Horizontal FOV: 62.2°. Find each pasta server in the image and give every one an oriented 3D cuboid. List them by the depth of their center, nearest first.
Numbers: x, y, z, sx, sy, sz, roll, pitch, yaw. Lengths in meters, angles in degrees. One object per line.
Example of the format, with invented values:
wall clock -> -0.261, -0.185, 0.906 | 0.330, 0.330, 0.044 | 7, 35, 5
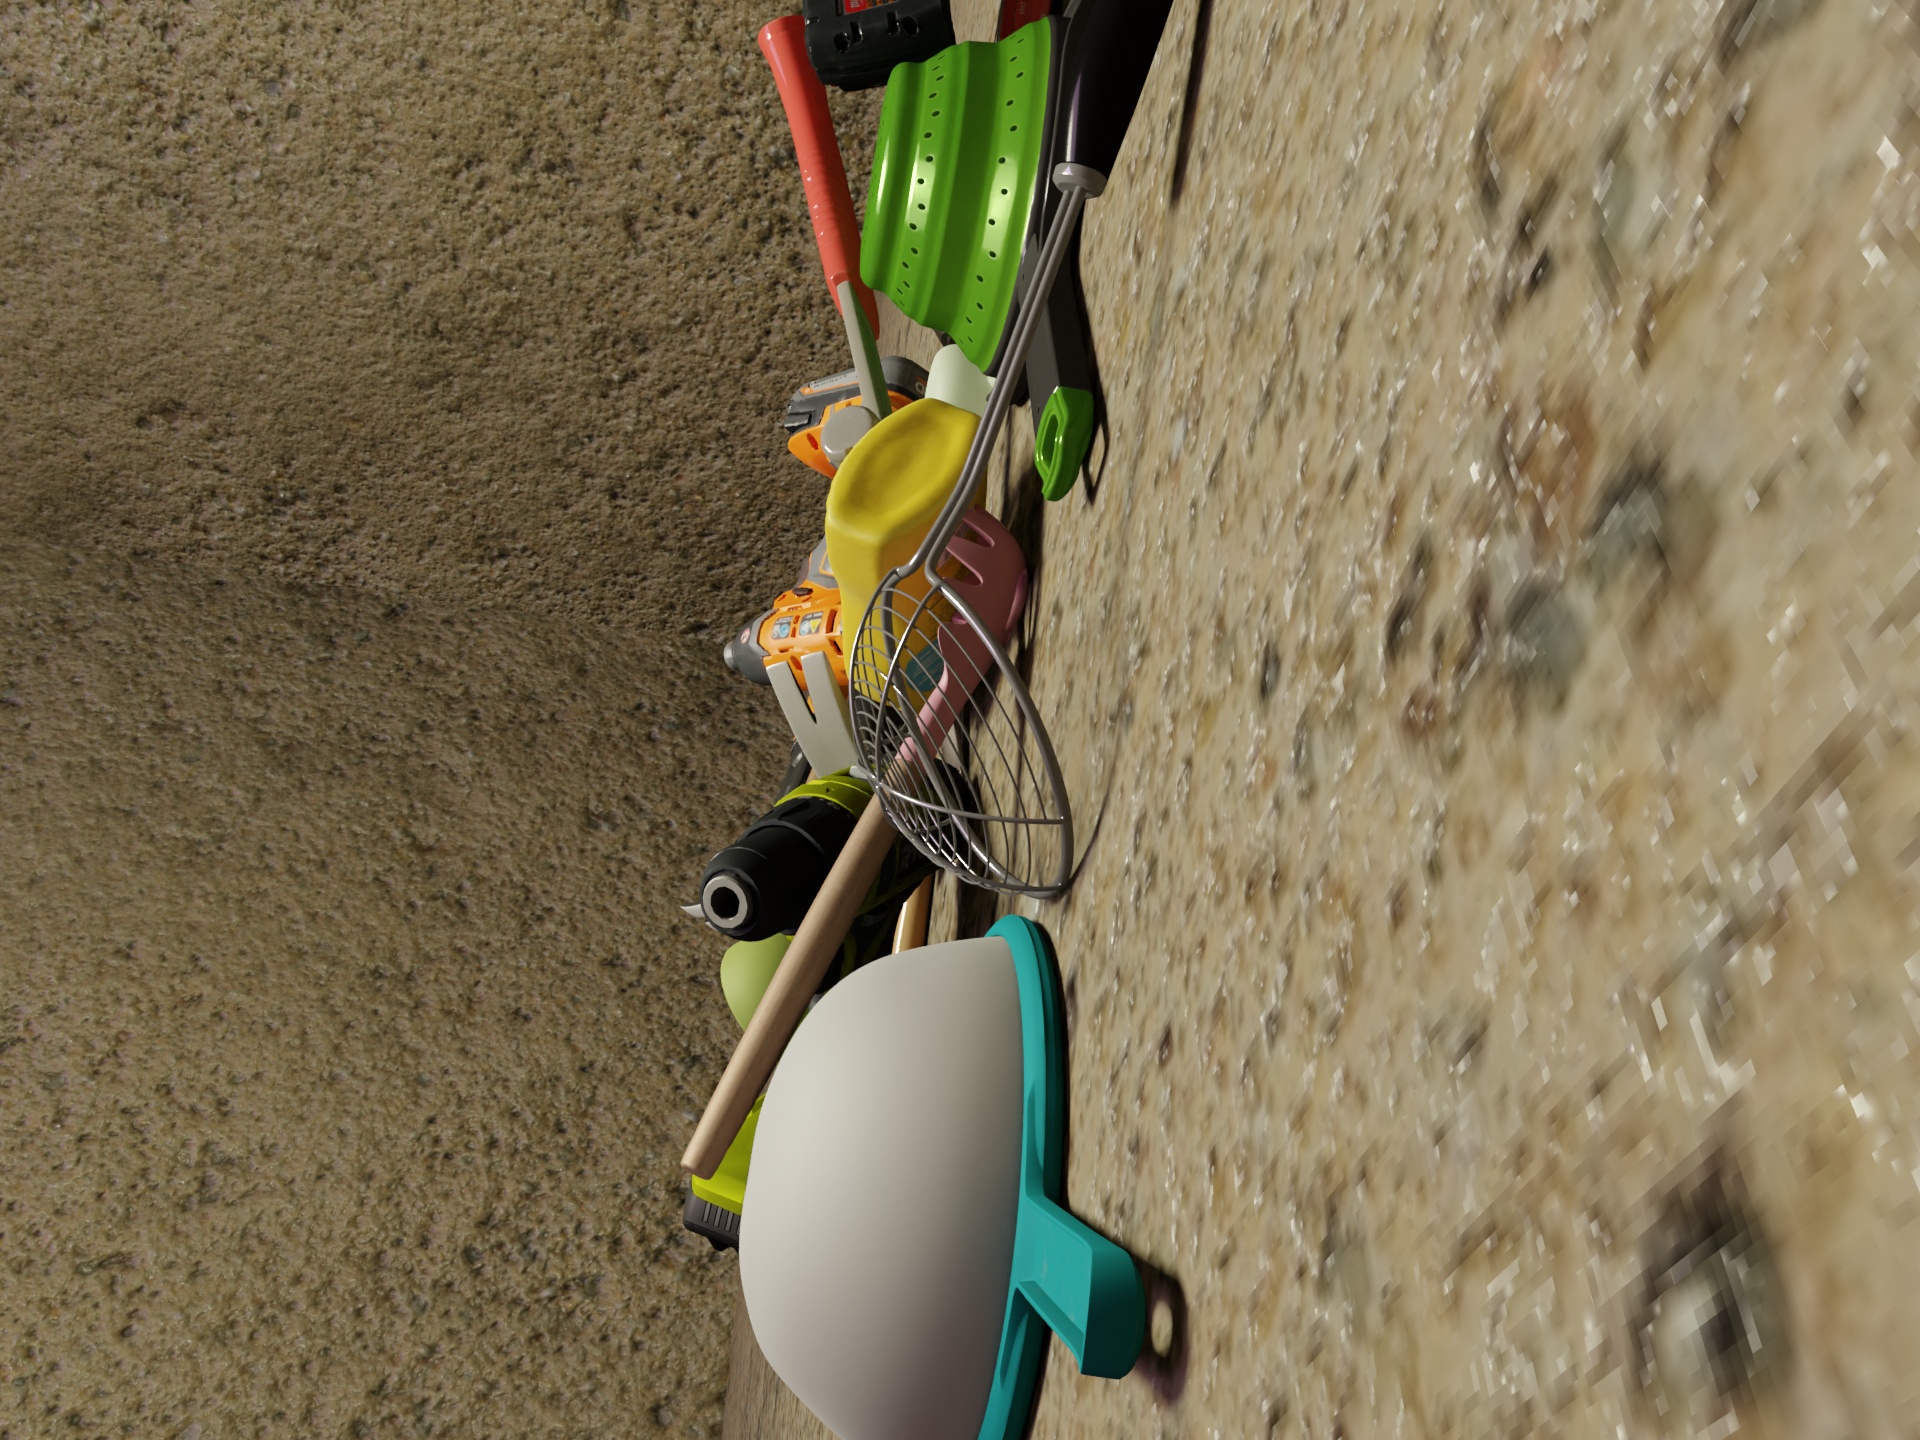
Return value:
pasta server -> -0.040, 0.040, 0.661 | 0.060, 0.040, 0.316 | 83, -150, -60

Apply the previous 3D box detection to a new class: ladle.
ladle -> -0.092, 0.267, 0.908 | 0.078, 0.062, 0.320 | -69, -21, -68

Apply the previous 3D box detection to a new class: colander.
colander -> 0.002, -0.220, 0.747 | 0.398, 0.094, 0.204 | -91, 12, -52

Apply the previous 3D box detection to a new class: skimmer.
skimmer -> 0.044, -0.118, 0.557 | 0.127, 0.090, 0.363 | 26, 97, 62

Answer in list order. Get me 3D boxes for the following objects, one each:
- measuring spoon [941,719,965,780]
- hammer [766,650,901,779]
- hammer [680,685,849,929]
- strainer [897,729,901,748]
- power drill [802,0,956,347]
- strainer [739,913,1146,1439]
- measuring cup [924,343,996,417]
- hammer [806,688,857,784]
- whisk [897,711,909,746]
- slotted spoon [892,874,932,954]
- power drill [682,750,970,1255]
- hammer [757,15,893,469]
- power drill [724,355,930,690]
measuring spoon -> -0.001, -0.003, 0.870 | 0.124, 0.018, 0.034 | -98, 25, -42
hammer -> -0.037, -0.079, 0.946 | 0.146, 0.035, 0.335 | 56, -151, -38
hammer -> -0.102, -0.002, 1.140 | 0.127, 0.034, 0.337 | -35, 27, 44
strainer -> -0.086, 0.100, 1.058 | 0.258, 0.050, 0.087 | -56, 7, 22
power drill -> -0.023, -0.349, 0.949 | 0.226, 0.080, 0.188 | 59, -156, -65
strainer -> -0.022, 0.161, 0.520 | 0.340, 0.095, 0.211 | 127, 150, -78
measuring cup -> -0.008, -0.151, 0.961 | 0.083, 0.038, 0.168 | 118, 161, -69
hammer -> -0.084, -0.034, 1.262 | 0.130, 0.031, 0.332 | 101, -177, -46
whisk -> -0.044, -0.089, 1.151 | 0.055, 0.055, 0.239 | 112, 161, -61
slotted spoon -> -0.043, 0.217, 0.881 | 0.070, 0.031, 0.314 | 131, 149, -76
power drill -> -0.068, 0.136, 0.747 | 0.190, 0.080, 0.228 | -22, -57, -65
hammer -> -0.062, -0.256, 0.900 | 0.149, 0.036, 0.359 | 43, -151, -60
power drill -> -0.090, -0.128, 1.114 | 0.164, 0.084, 0.227 | -7, 65, 41
